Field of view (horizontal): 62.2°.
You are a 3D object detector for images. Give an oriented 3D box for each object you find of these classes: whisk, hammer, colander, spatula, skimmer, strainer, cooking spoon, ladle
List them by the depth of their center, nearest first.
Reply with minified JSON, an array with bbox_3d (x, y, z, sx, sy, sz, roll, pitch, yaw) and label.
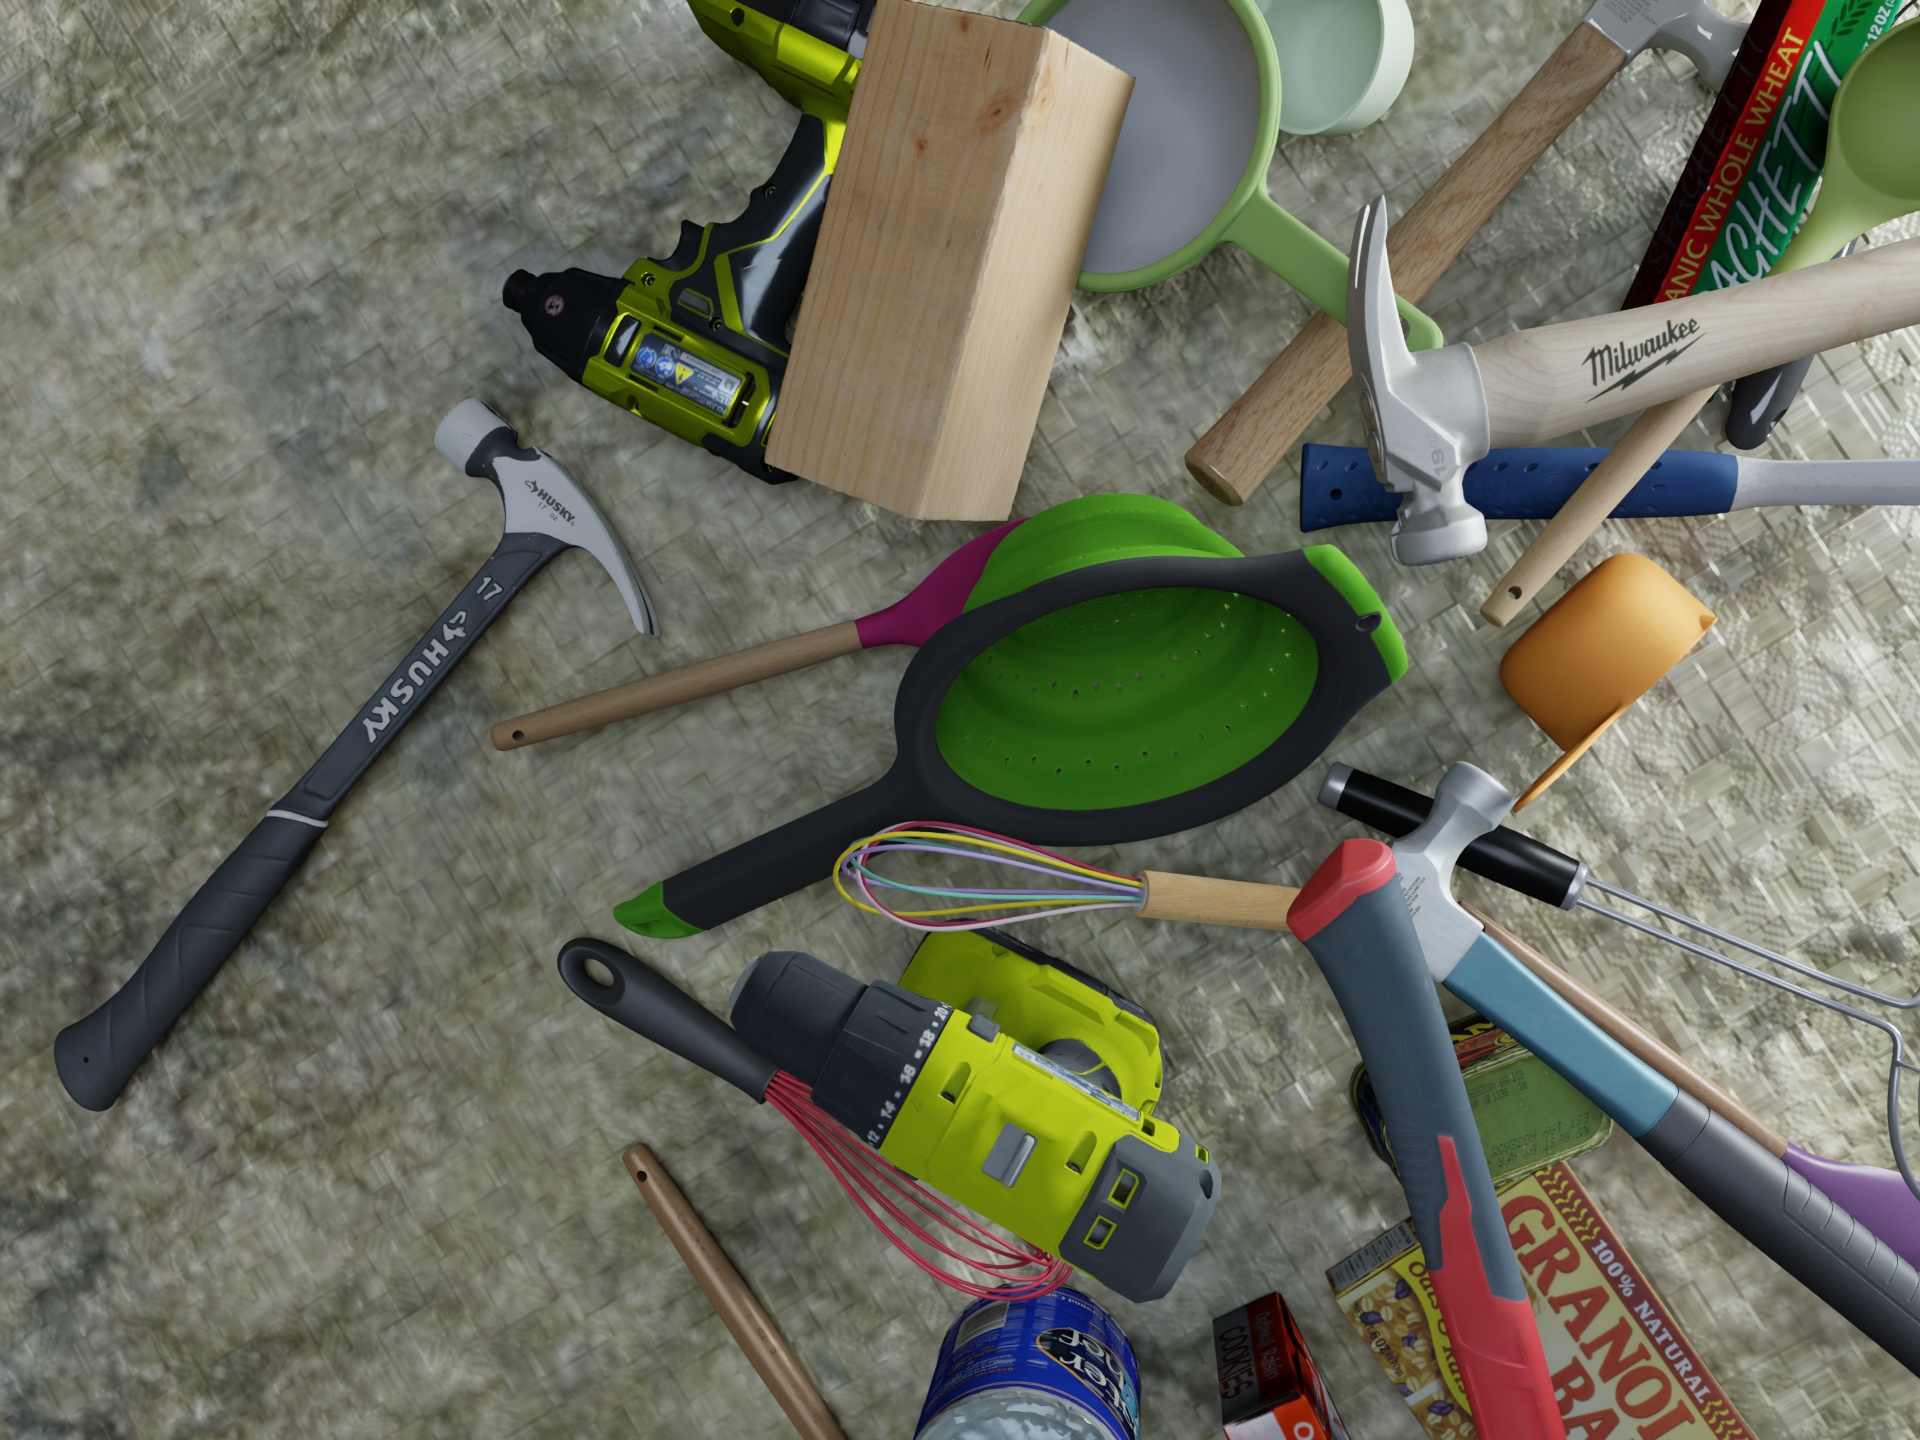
[{"bbox_3d":[0.362,-0.180,0.639,0.410,0.038,0.146,-14,100,0],"label":"hammer"},{"bbox_3d":[0.223,0.223,0.641,0.143,0.038,0.386,-14,106,21],"label":"hammer"},{"bbox_3d":[0.297,0.169,0.653,0.331,0.033,0.128,39,92,6],"label":"hammer"},{"bbox_3d":[0.332,-0.165,0.674,0.078,0.062,0.320,41,90,10],"label":"ladle"},{"bbox_3d":[0.362,-0.113,0.721,0.405,0.035,0.144,1,115,10],"label":"hammer"},{"bbox_3d":[0.123,-0.240,0.729,0.256,0.069,0.151,44,115,18],"label":"strainer"},{"bbox_3d":[0.407,-0.237,0.730,0.055,0.055,0.239,22,95,6],"label":"whisk"},{"bbox_3d":[0.061,0.079,0.732,0.245,0.051,0.047,7,100,-15],"label":"whisk"},{"bbox_3d":[0.339,0.108,0.737,0.363,0.090,0.127,24,80,16],"label":"skimmer"},{"bbox_3d":[0.359,0.183,0.739,0.316,0.018,0.060,37,88,5],"label":"spatula"},{"bbox_3d":[0.223,-0.234,0.743,0.130,0.031,0.331,42,87,7],"label":"hammer"},{"bbox_3d":[-0.001,-0.002,0.744,0.397,0.204,0.095,-25,52,20],"label":"colander"},{"bbox_3d":[-0.075,0.187,0.770,0.296,0.073,0.073,30,92,12],"label":"whisk"},{"bbox_3d":[-0.074,0.341,0.770,0.082,0.044,0.317,-37,84,8],"label":"spatula"},{"bbox_3d":[-0.074,-0.035,0.774,0.319,0.017,0.068,-16,114,0],"label":"cooking spoon"},{"bbox_3d":[-0.320,0.038,0.809,0.149,0.036,0.409,41,94,5],"label":"hammer"}]

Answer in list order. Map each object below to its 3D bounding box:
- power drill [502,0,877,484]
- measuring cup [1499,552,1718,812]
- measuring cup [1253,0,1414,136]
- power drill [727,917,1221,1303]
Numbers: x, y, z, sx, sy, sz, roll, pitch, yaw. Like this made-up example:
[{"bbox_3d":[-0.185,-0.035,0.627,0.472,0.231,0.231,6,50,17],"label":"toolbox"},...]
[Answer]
[{"bbox_3d":[-0.111,-0.250,0.773,0.171,0.080,0.223,28,95,6],"label":"power drill"},{"bbox_3d":[0.260,-0.017,0.689,0.052,0.173,0.095,48,138,10],"label":"measuring cup"},{"bbox_3d":[0.156,-0.349,0.763,0.083,0.038,0.168,-50,60,41],"label":"measuring cup"},{"bbox_3d":[0.009,0.145,0.672,0.190,0.228,0.080,28,92,6],"label":"power drill"}]
